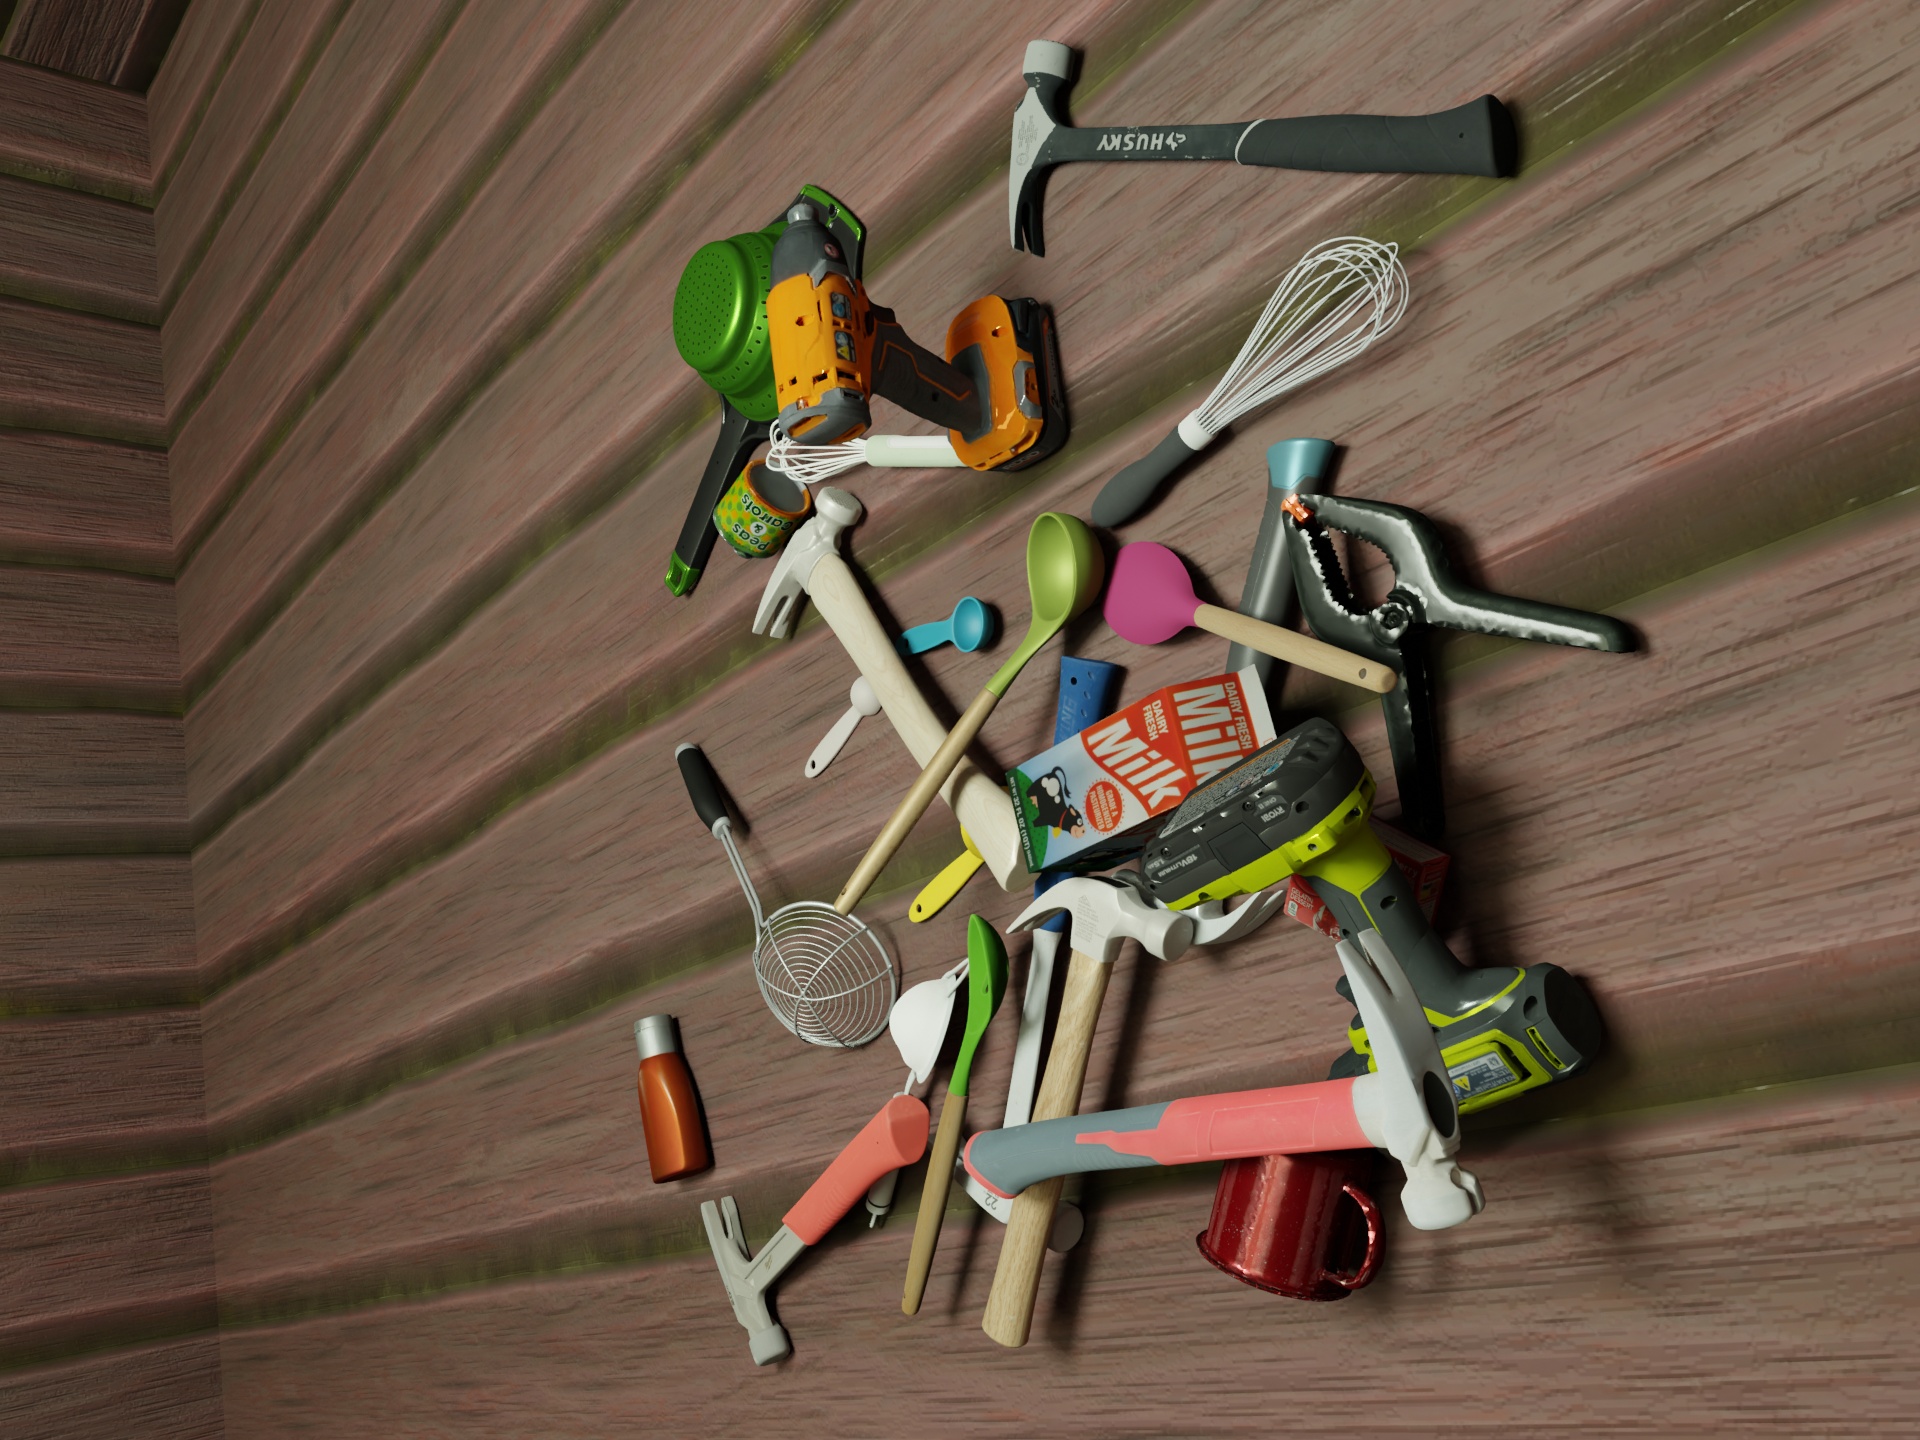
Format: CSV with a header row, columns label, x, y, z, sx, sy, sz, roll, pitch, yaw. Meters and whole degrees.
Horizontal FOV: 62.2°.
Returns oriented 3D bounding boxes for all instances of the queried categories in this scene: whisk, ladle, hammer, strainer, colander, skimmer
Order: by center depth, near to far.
label,x,y,z,sx,sy,sz,roll,pitch,yaw
hammer,0.117,0.222,0.914,0.386,0.038,0.143,-26,80,52
hammer,0.177,-0.015,1.003,0.128,0.033,0.331,23,105,47
whisk,0.172,-0.204,1.008,0.284,0.070,0.070,-40,60,45
hammer,0.172,-0.369,1.029,0.409,0.036,0.149,22,105,46
hammer,0.062,0.262,1.064,0.130,0.031,0.331,22,104,44
ladle,-0.002,-0.004,1.106,0.320,0.062,0.078,-55,27,0
hammer,0.055,0.156,1.127,0.144,0.035,0.405,15,99,47
strainer,-0.043,0.288,1.219,0.087,0.050,0.258,-92,15,-67
hammer,-0.051,-0.013,1.223,0.146,0.038,0.411,-58,44,24
hammer,-0.118,0.385,1.274,0.359,0.036,0.149,-55,51,42
whisk,-0.075,-0.220,1.290,0.246,0.058,0.059,9,133,44
skimmer,-0.163,0.134,1.380,0.364,0.090,0.127,55,129,47
colander,-0.219,-0.286,1.417,0.205,0.094,0.397,48,122,38

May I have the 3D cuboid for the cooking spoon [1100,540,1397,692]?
label,x,y,z,sx,sy,sz,roll,pitch,yaw
cooking spoon,0.162,-0.060,0.974,0.319,0.017,0.068,32,110,62

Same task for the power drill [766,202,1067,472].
label,x,y,z,sx,sy,sz,roll,pitch,yaw
power drill,-0.036,-0.264,1.110,0.084,0.226,0.164,-20,73,46

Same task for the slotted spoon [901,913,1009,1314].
label,x,y,z,sx,sy,sz,roll,pitch,yaw
slotted spoon,-0.006,0.288,1.139,0.070,0.031,0.313,-126,46,-70

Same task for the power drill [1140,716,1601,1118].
label,x,y,z,sx,sy,sz,roll,pitch,yaw
power drill,0.208,0.125,0.865,0.223,0.080,0.171,51,130,-4

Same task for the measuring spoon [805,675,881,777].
label,x,y,z,sx,sy,sz,roll,pitch,yaw
measuring spoon,-0.103,0.007,1.327,0.124,0.018,0.034,-50,53,34

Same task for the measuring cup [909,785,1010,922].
label,x,y,z,sx,sy,sz,roll,pitch,yaw
measuring cup,-0.003,0.107,1.199,0.156,0.029,0.062,-48,54,33

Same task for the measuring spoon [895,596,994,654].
label,x,y,z,sx,sy,sz,roll,pitch,yaw
measuring spoon,-0.011,-0.067,1.234,0.128,0.021,0.042,-12,78,57
